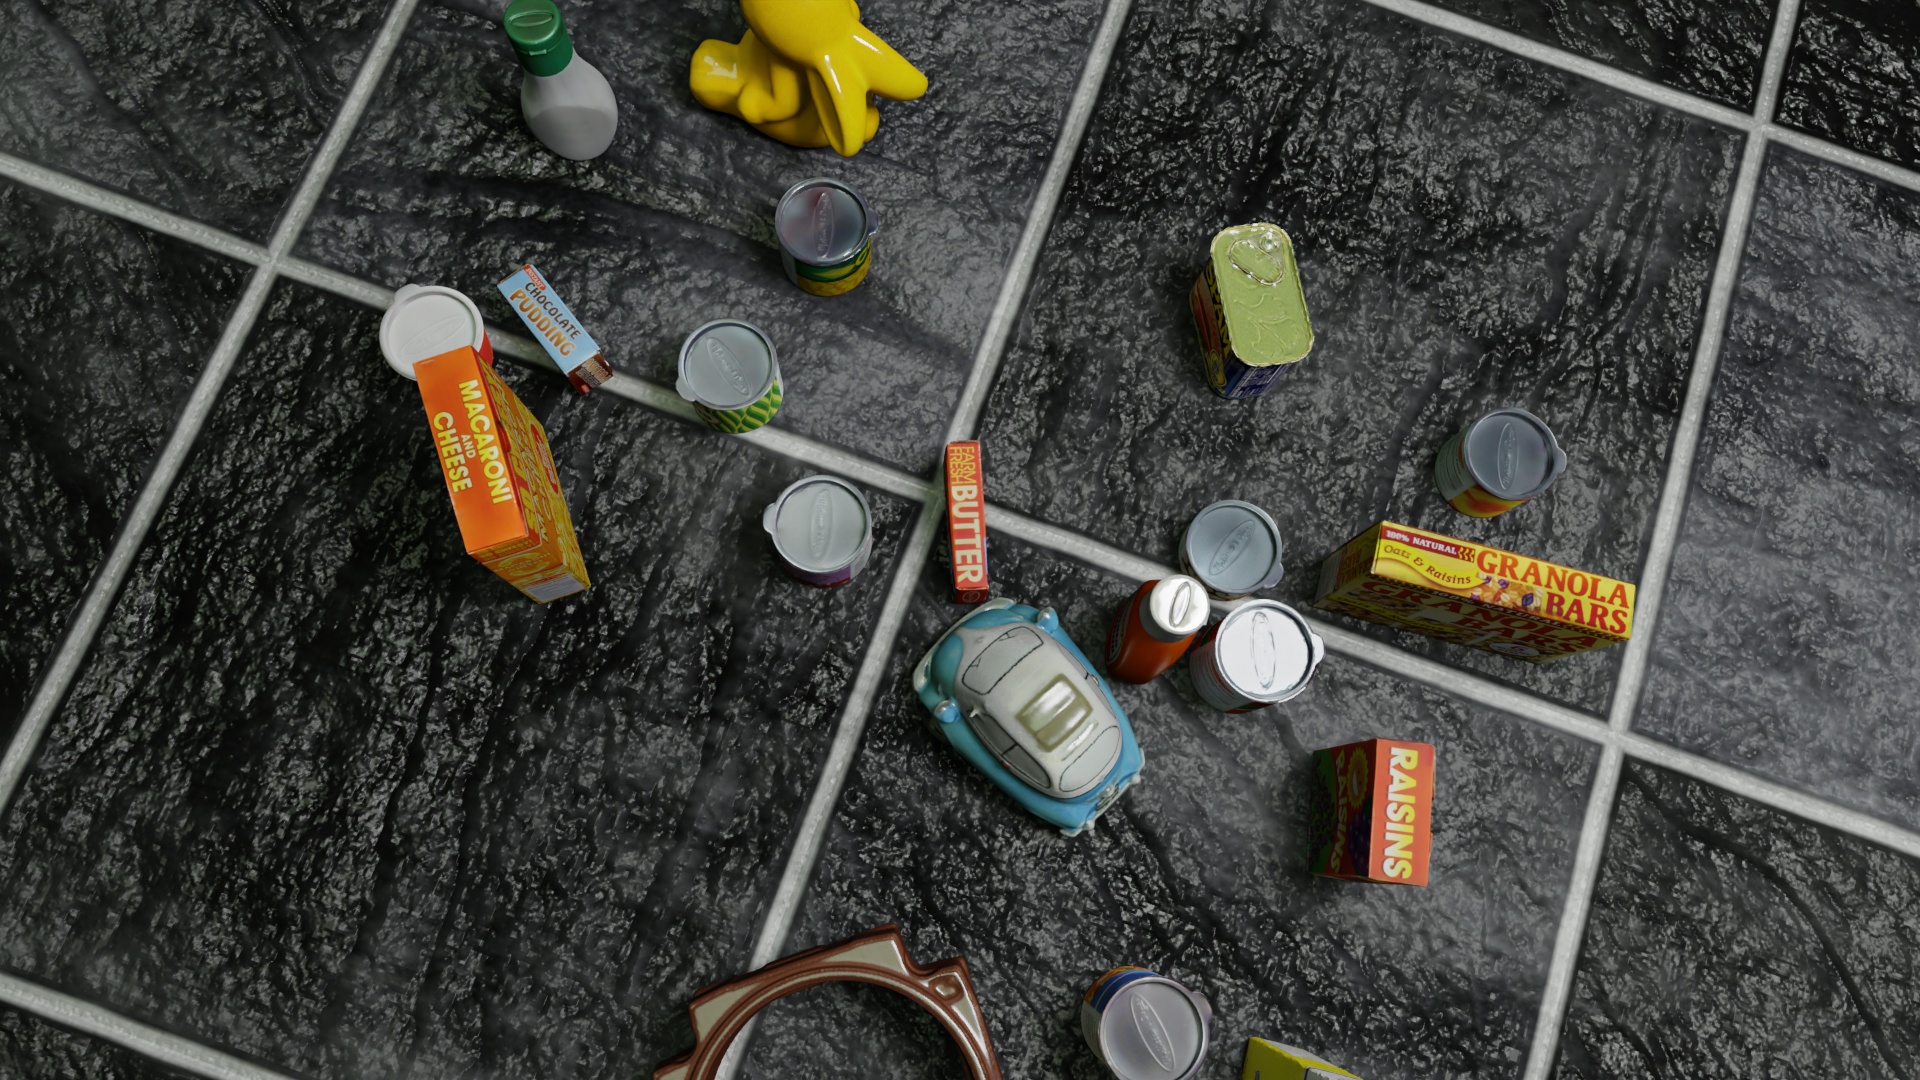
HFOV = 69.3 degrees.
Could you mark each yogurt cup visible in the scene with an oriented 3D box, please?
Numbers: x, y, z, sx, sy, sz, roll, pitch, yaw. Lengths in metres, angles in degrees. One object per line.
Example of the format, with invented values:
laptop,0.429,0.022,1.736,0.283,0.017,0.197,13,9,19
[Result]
yogurt cup,-0.355,-0.133,0.952,0.072,0.054,0.072,1,77,-3

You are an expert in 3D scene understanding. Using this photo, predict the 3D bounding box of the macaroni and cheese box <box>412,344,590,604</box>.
macaroni and cheese box,-0.284,-0.037,0.875,0.040,0.166,0.124,-19,79,-7

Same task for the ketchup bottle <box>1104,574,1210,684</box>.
ketchup bottle,0.126,0.053,0.887,0.043,0.148,0.065,19,77,1

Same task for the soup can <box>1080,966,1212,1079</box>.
soup can,0.115,0.300,0.863,0.071,0.083,0.071,1,77,-3

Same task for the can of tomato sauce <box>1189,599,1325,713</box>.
can of tomato sauce,0.194,0.078,0.919,0.071,0.083,0.071,1,77,-3

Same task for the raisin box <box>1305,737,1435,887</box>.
raisin box,0.258,0.173,0.880,0.040,0.123,0.086,9,77,-1

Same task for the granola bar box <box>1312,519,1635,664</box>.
granola bar box,0.333,0.036,0.916,0.166,0.124,0.039,14,77,0

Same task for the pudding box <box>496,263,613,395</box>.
pudding box,-0.279,-0.146,0.961,0.030,0.049,0.084,-38,82,-10

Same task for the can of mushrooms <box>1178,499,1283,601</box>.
can of mushrooms,0.187,0.009,0.960,0.071,0.033,0.071,1,77,-3

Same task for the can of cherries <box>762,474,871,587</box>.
can of cherries,-0.095,-0.006,0.935,0.071,0.058,0.071,1,77,-3

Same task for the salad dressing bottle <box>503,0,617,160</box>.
salad dressing bottle,-0.275,-0.314,0.950,0.064,0.147,0.044,-9,78,-5

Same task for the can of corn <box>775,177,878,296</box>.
can of corn,-0.093,-0.214,0.983,0.071,0.058,0.071,1,77,-3

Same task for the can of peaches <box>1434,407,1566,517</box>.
can of peaches,0.377,-0.053,0.973,0.071,0.058,0.071,1,77,-3

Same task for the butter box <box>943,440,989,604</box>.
butter box,0.003,-0.012,0.945,0.024,0.053,0.103,-3,77,-4

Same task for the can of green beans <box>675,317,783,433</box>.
can of green beans,-0.157,-0.112,0.956,0.071,0.057,0.071,1,77,-3
